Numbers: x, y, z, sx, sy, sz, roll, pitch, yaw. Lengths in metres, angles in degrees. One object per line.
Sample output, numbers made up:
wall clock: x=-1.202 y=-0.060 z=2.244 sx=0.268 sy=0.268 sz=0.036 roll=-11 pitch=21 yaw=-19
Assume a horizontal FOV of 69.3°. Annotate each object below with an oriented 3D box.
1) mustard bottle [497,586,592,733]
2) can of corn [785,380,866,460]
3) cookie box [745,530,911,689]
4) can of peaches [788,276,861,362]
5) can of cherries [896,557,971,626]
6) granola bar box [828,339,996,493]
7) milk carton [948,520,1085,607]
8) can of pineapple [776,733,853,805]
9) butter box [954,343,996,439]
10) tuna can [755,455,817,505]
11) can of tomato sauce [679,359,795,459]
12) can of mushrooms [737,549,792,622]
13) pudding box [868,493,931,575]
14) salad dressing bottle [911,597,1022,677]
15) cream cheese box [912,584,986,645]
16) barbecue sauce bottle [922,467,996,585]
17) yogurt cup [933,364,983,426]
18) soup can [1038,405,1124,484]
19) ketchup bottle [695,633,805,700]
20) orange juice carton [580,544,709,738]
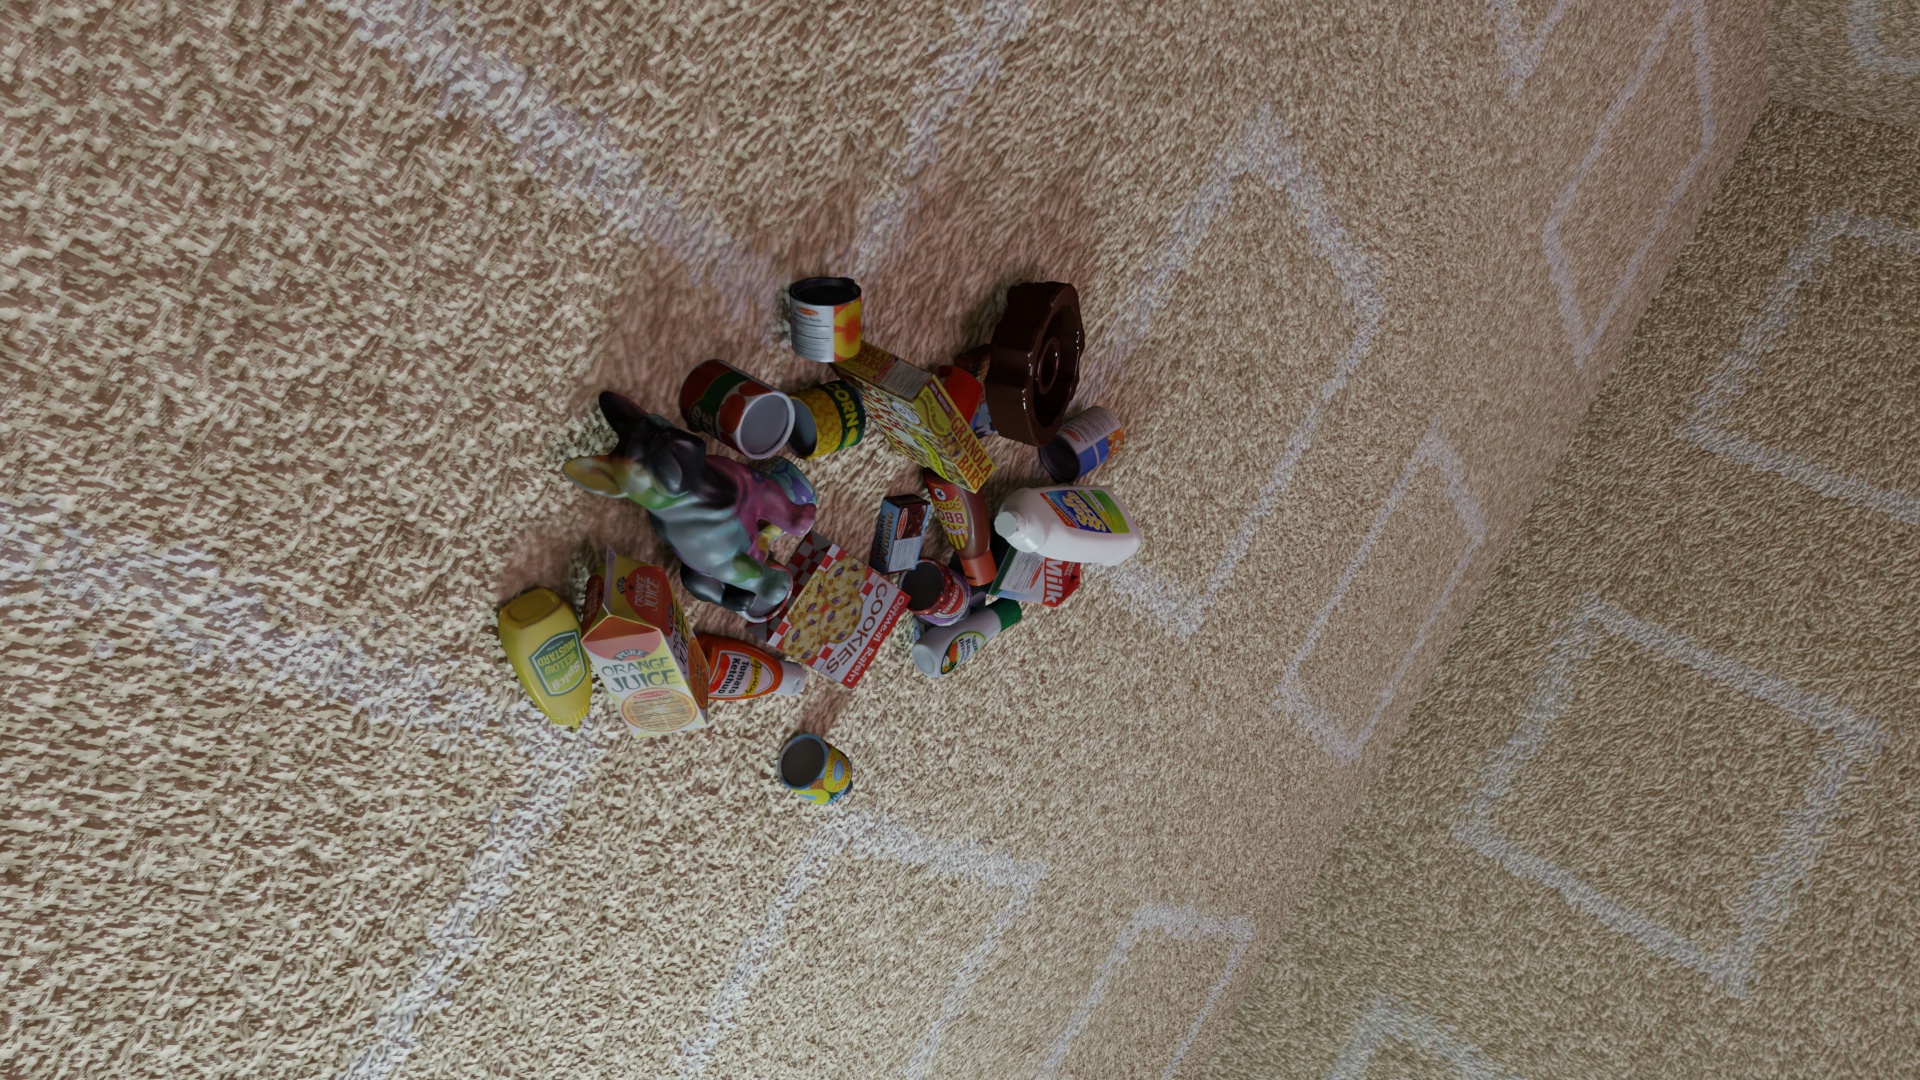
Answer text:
mustard bottle: x=-0.357 y=0.116 z=1.227 sx=0.065 sy=0.049 sz=0.159 roll=-34 pitch=136 yaw=-28
can of corn: x=-0.132 y=-0.116 z=1.326 sx=0.058 sy=0.071 sz=0.070 roll=-22 pitch=130 yaw=-40
cookie box: x=-0.136 y=0.077 z=1.478 sx=0.123 sy=0.040 sz=0.167 roll=-57 pitch=144 yaw=-5
can of peaches: x=-0.122 y=-0.205 z=1.280 sx=0.071 sy=0.071 sz=0.057 roll=-27 pitch=133 yaw=-38
can of cherries: x=-0.028 y=0.058 z=1.570 sx=0.071 sy=0.071 sz=0.058 roll=-59 pitch=144 yaw=-2
granola bar box: x=-0.047 y=-0.124 z=1.376 sx=0.039 sy=0.124 sz=0.165 roll=-52 pitch=143 yaw=-11
milk carton: x=0.077 y=0.030 z=1.678 sx=0.190 sy=0.072 sz=0.073 roll=14 pitch=103 yaw=-53
can of pineapple: x=-0.161 y=0.254 z=1.544 sx=0.071 sy=0.071 sz=0.057 roll=-54 pitch=144 yaw=-9
butter box: x=0.018 y=-0.160 z=1.517 sx=0.053 sy=0.024 sz=0.103 roll=-29 pitch=134 yaw=-37
tuna can: x=-0.172 y=-0.049 z=1.328 sx=0.033 sy=0.071 sz=0.070 roll=-42 pitch=140 yaw=-26
can of tomato sauce: x=-0.199 y=-0.115 z=1.233 sx=0.071 sy=0.083 sz=0.070 roll=-30 pitch=134 yaw=-36
can of mushrooms: x=-0.201 y=0.045 z=1.383 sx=0.071 sy=0.033 sz=0.070 roll=-29 pitch=133 yaw=-35
pudding box: x=-0.066 y=-0.007 z=1.515 sx=0.050 sy=0.030 sz=0.083 roll=-9 pitch=120 yaw=-46
salad dressing bottle: x=0.010 y=0.109 z=1.630 sx=0.148 sy=0.044 sz=0.064 roll=-29 pitch=137 yaw=-37
cream cheese box: x=-0.012 y=0.094 z=1.654 sx=0.104 sy=0.024 sz=0.053 roll=-29 pitch=133 yaw=-36
barbecue sauce bottle: x=0.005 y=-0.019 z=1.541 sx=0.044 sy=0.065 sz=0.148 roll=-40 pitch=127 yaw=-33
yogurt cup: x=-0.012 y=-0.147 z=1.455 sx=0.054 sy=0.072 sz=0.072 roll=-62 pitch=146 yaw=-19
soup can: x=0.145 y=-0.114 z=1.669 sx=0.084 sy=0.071 sz=0.071 roll=-33 pitch=136 yaw=-33
ketchup bottle: x=-0.219 y=0.133 z=1.413 sx=0.149 sy=0.043 sz=0.064 roll=18 pitch=99 yaw=-54
orange juice carton: x=-0.286 y=0.091 z=1.246 sx=0.073 sy=0.072 sz=0.191 roll=-10 pitch=137 yaw=3
